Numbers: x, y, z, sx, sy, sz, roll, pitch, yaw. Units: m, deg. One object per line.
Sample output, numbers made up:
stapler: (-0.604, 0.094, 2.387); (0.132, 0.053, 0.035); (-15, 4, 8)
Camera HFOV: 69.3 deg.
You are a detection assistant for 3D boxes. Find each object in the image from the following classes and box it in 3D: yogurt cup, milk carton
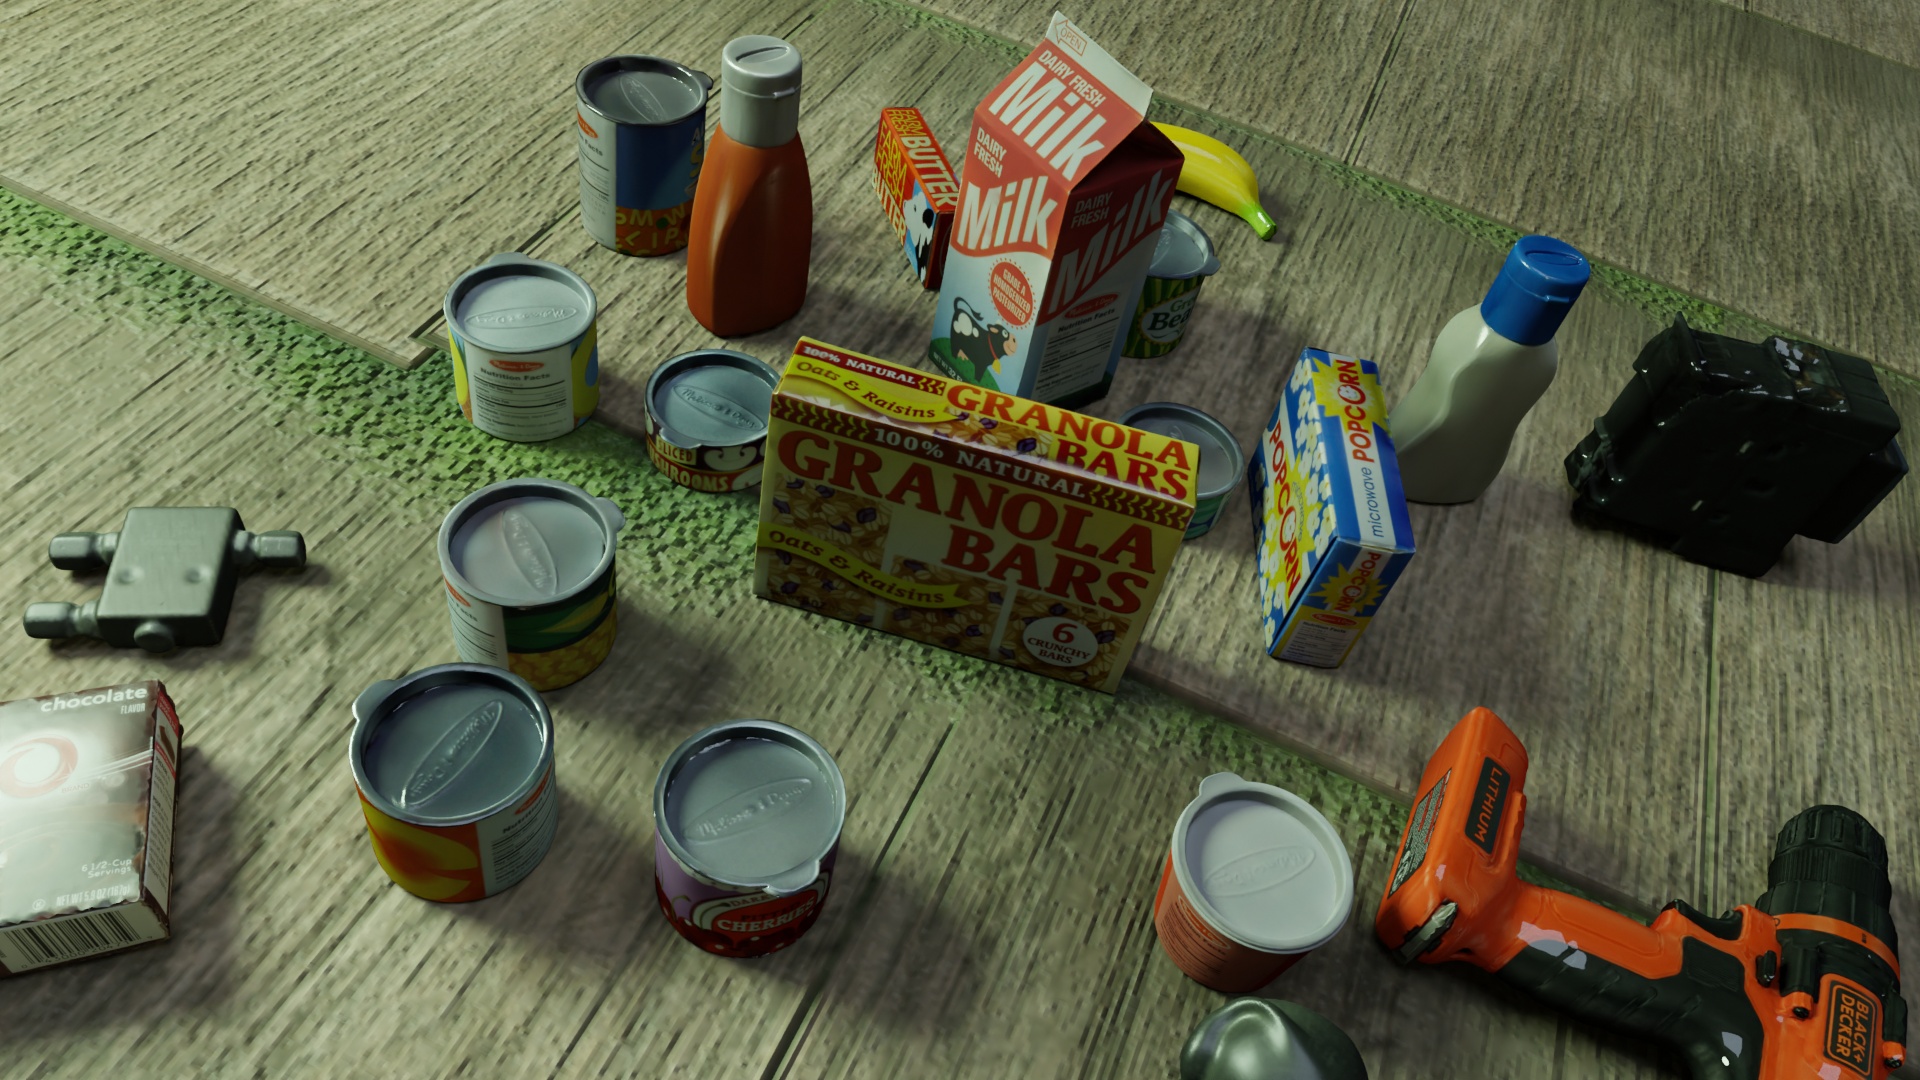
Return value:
yogurt cup: (0.106, 0.133, 0.521); (0.072, 0.053, 0.073); (7, 48, -7)
milk carton: (0.046, -0.149, 0.668); (0.074, 0.189, 0.072); (-24, 58, -30)

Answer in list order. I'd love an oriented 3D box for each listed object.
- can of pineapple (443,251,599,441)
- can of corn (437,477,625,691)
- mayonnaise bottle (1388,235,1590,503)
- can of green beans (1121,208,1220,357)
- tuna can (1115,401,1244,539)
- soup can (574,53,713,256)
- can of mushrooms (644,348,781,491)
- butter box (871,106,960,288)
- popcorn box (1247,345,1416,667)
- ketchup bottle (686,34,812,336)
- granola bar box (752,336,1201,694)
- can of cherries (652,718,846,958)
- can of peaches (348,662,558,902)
can of pineapple: (-0.202, -0.090, 0.647); (0.071, 0.057, 0.071); (7, 48, -7)
can of corn: (-0.169, 0.017, 0.558); (0.071, 0.058, 0.071); (7, 48, -7)
mayonnaise bottle: (0.257, -0.081, 0.684); (0.065, 0.147, 0.041); (4, 48, -10)
can of green beans: (0.099, -0.143, 0.764); (0.071, 0.057, 0.071); (7, 48, -7)
tuna can: (0.101, -0.035, 0.685); (0.071, 0.032, 0.071); (7, 48, -7)
soup can: (-0.167, -0.205, 0.741); (0.071, 0.083, 0.072); (7, 48, -7)
can of mushrooms: (-0.116, -0.055, 0.653); (0.071, 0.033, 0.071); (7, 48, -7)
butter box: (-0.023, -0.195, 0.786); (0.024, 0.052, 0.104); (-8, 51, -20)
popcorn box: (0.169, -0.016, 0.648); (0.038, 0.084, 0.127); (9, 47, -5)
ketchup bottle: (-0.101, -0.171, 0.682); (0.065, 0.148, 0.043); (-27, 60, -31)
granola bar box: (0.002, -0.007, 0.575); (0.166, 0.123, 0.039); (16, 47, 1)
can of cherries: (-0.076, 0.109, 0.497); (0.071, 0.058, 0.072); (7, 48, -7)
can of peaches: (-0.180, 0.085, 0.495); (0.071, 0.057, 0.071); (7, 48, -7)
